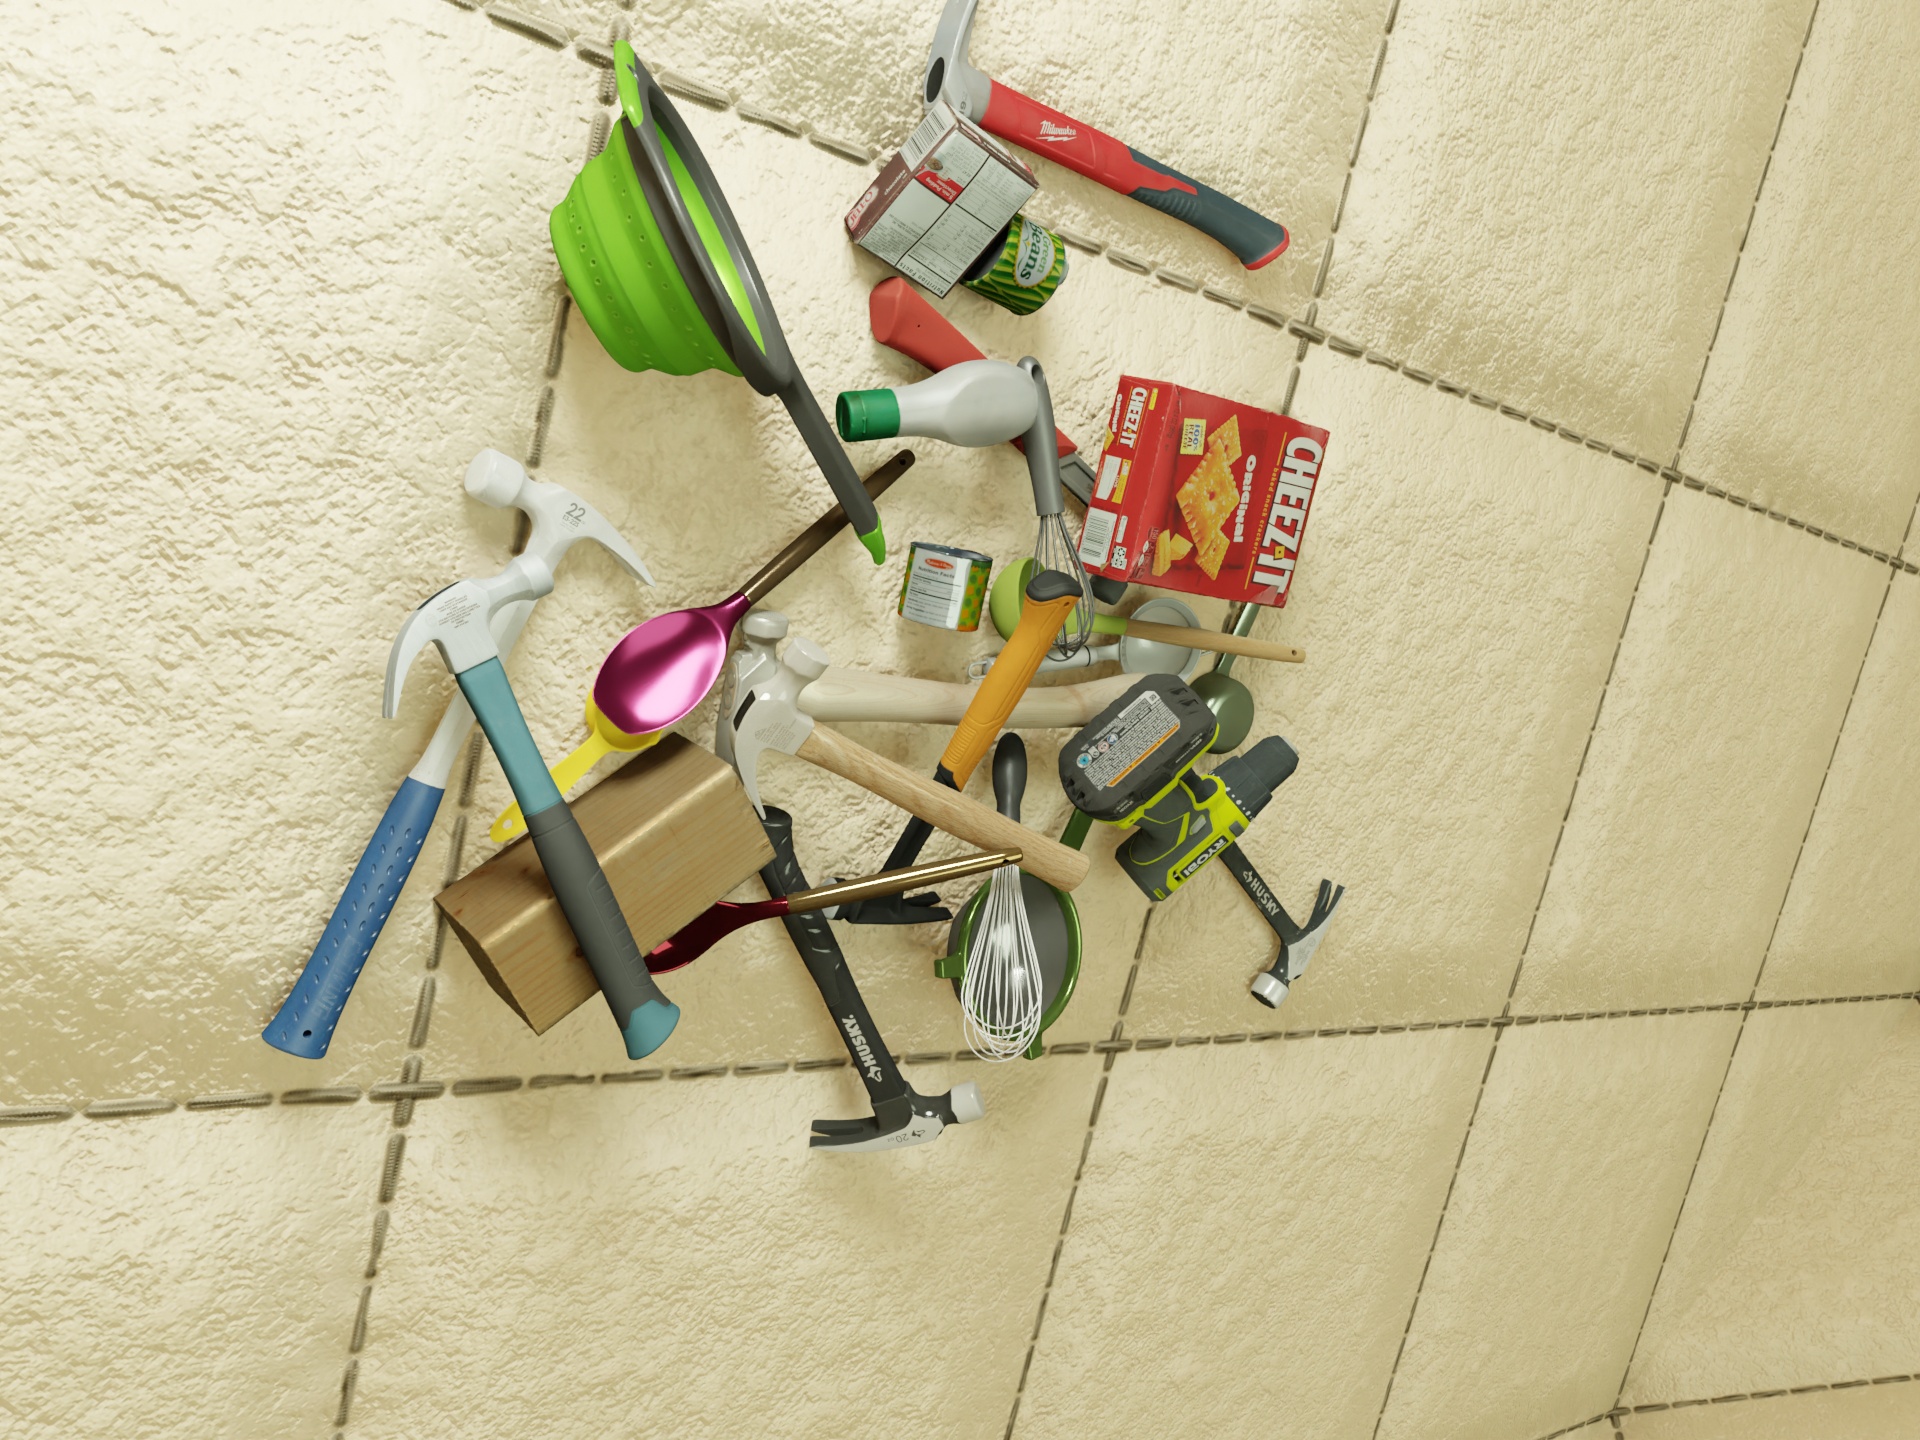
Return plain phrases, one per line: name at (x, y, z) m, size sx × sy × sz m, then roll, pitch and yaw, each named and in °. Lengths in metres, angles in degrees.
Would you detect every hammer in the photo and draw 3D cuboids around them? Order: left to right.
hammer at (-0.341, 0.033, 1.047) m, size 0.144 × 0.035 × 0.405 m, roll 28°, pitch 87°, yaw -41°
hammer at (-0.261, 0.067, 1.023) m, size 0.128 × 0.033 × 0.331 m, roll -29°, pitch 105°, yaw -26°
hammer at (-0.106, 0.211, 1.272) m, size 0.146 × 0.035 × 0.334 m, roll -19°, pitch 114°, yaw 8°
hammer at (-0.031, 0.060, 1.207) m, size 0.331 × 0.031 × 0.130 m, roll 29°, pitch 109°, yaw -31°
hammer at (-0.002, -0.004, 1.282) m, size 0.410 × 0.038 × 0.146 m, roll 2°, pitch 106°, yaw -34°
hammer at (0.008, 0.028, 1.251) m, size 0.127 × 0.034 × 0.336 m, roll 7°, pitch 122°, yaw -40°
hammer at (0.060, -0.240, 1.272) m, size 0.358 × 0.037 × 0.149 m, roll 36°, pitch 82°, yaw -41°
hammer at (0.131, -0.451, 1.254) m, size 0.386 × 0.038 × 0.143 m, roll 8°, pitch 99°, yaw -40°
hammer at (0.268, 0.124, 1.569) m, size 0.149 × 0.036 × 0.408 m, roll -51°, pitch 129°, yaw -15°

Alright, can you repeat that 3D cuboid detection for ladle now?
ladle at (-0.105, 0.134, 1.204) m, size 0.315 × 0.031 × 0.069 m, roll -12°, pitch 123°, yaw -8°
ladle at (0.168, -0.079, 1.352) m, size 0.320 × 0.062 × 0.078 m, roll 8°, pitch 77°, yaw -24°

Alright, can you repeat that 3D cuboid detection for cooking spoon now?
cooking spoon at (-0.139, -0.102, 1.150) m, size 0.068 × 0.017 × 0.319 m, roll 47°, pitch 64°, yaw -4°

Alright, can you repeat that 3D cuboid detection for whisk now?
whisk at (0.036, 0.139, 1.302) m, size 0.070 × 0.070 × 0.285 m, roll 28°, pitch 54°, yaw -41°
whisk at (0.067, -0.162, 1.237) m, size 0.055 × 0.055 × 0.239 m, roll -16°, pitch 103°, yaw -34°

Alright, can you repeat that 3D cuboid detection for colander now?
colander at (-0.161, -0.233, 1.046) m, size 0.094 × 0.205 × 0.396 m, roll -23°, pitch 134°, yaw 7°

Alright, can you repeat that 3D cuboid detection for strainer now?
strainer at (0.055, 0.157, 1.402) m, size 0.151 × 0.069 × 0.256 m, roll 47°, pitch 57°, yaw -33°
strainer at (0.115, -0.059, 1.379) m, size 0.258 × 0.050 × 0.087 m, roll -9°, pitch 106°, yaw -30°

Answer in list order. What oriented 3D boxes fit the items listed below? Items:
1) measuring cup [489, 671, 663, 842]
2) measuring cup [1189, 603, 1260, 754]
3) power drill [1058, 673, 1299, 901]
measuring cup at (-0.271, 0.025, 1.108) m, size 0.156 × 0.029 × 0.062 m, roll -44°, pitch 128°, yaw -15°
measuring cup at (0.262, -0.046, 1.500) m, size 0.083 × 0.038 × 0.167 m, roll 20°, pitch 95°, yaw -41°
power drill at (0.196, 0.052, 1.390) m, size 0.190 × 0.080 × 0.228 m, roll -41°, pitch 144°, yaw 4°
